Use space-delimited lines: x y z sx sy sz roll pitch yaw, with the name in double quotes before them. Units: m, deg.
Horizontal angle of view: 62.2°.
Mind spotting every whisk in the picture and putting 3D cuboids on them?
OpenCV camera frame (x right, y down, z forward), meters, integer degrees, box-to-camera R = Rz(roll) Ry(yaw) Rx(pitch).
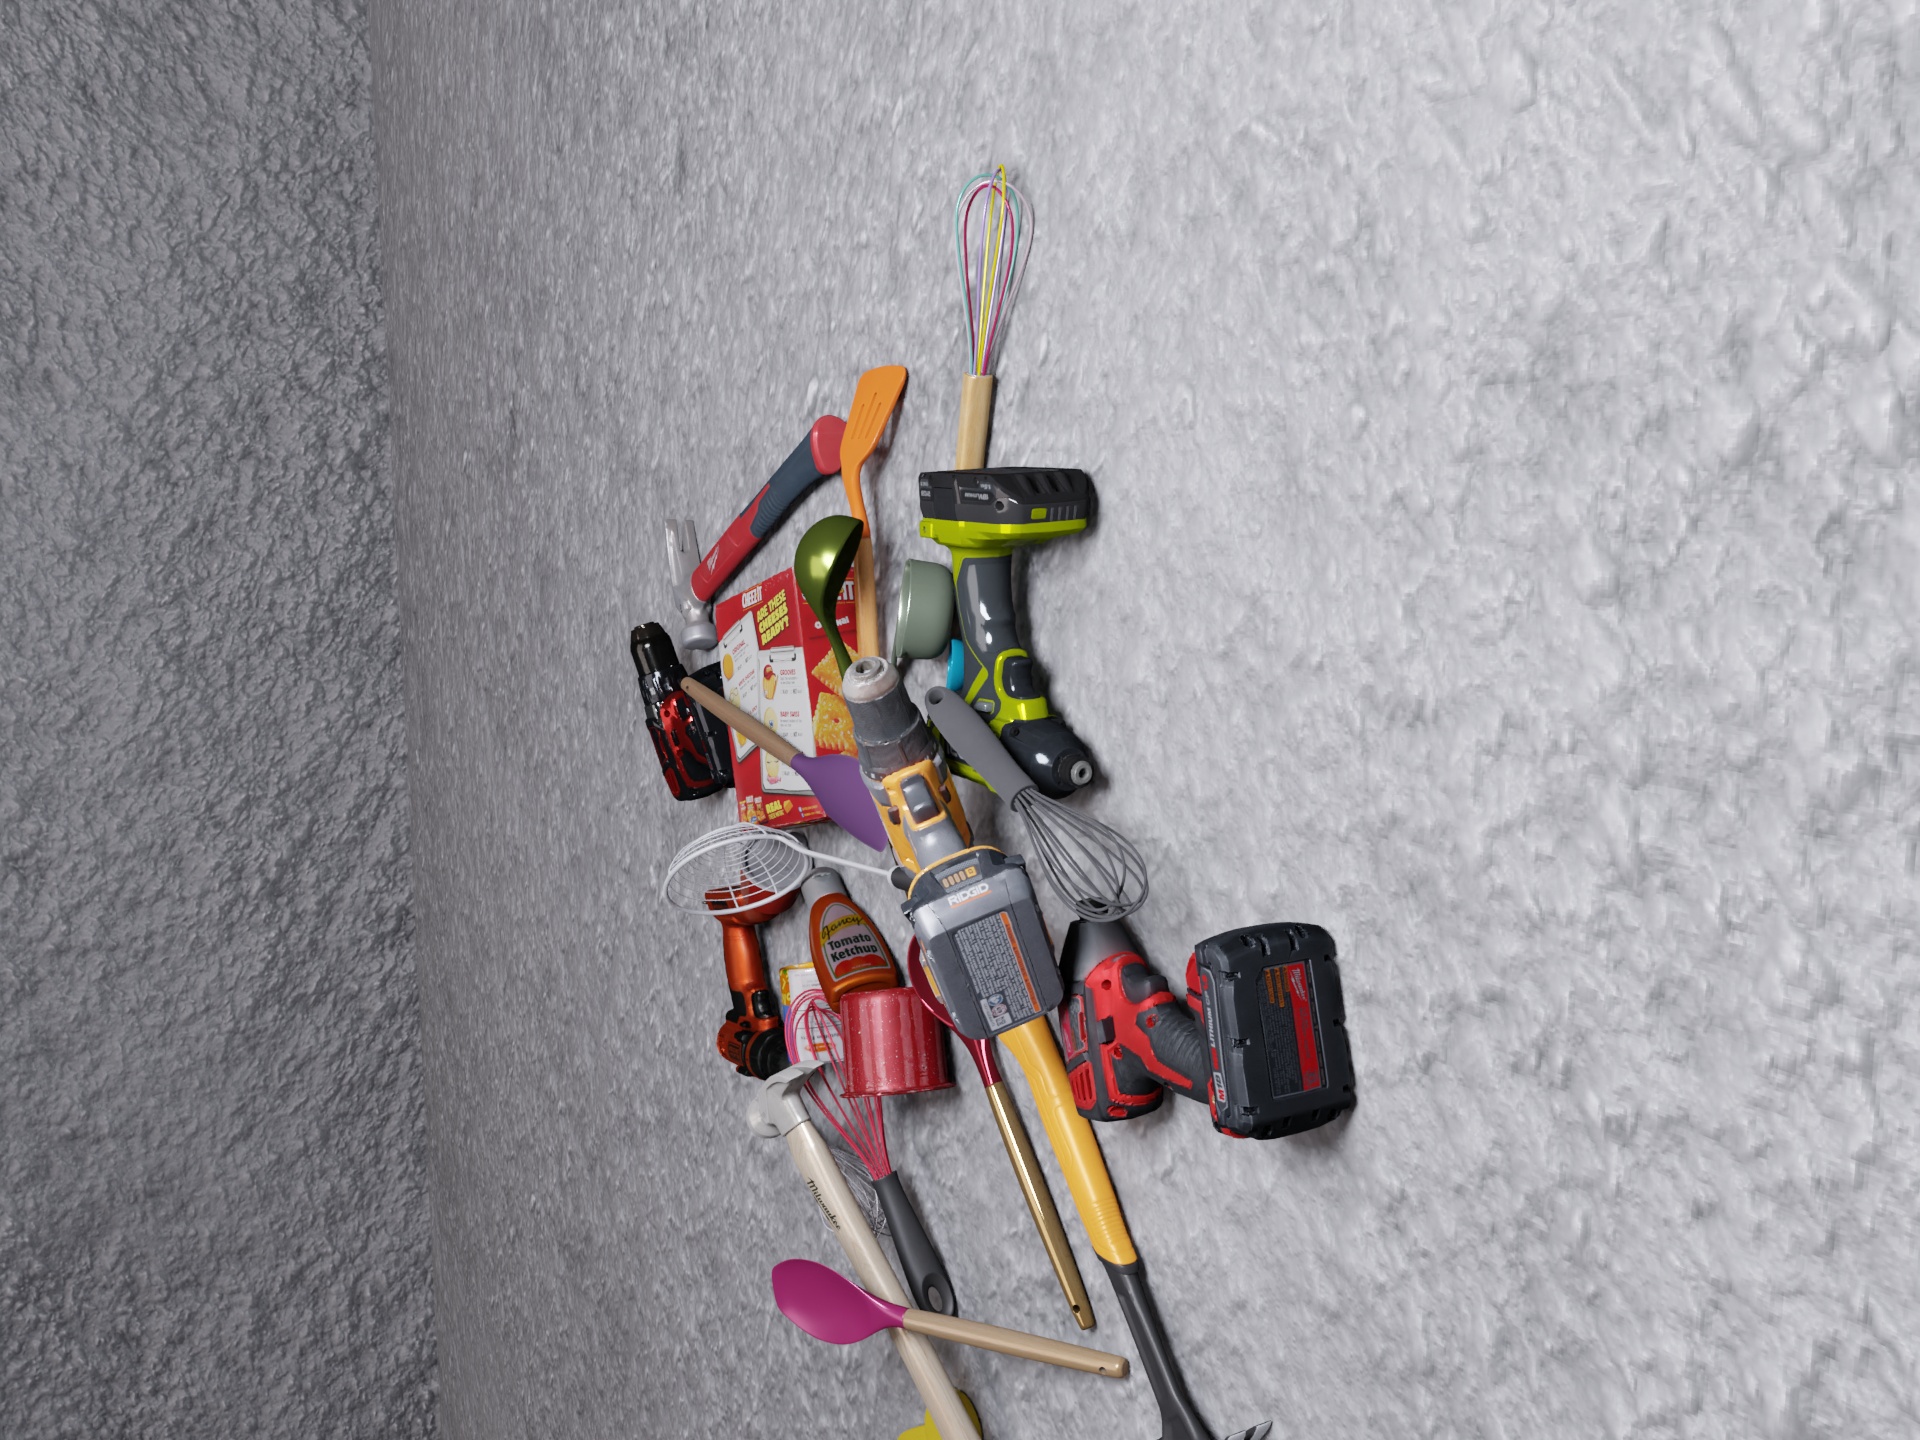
"whisk" 0.014 -0.267 1.131 0.047 0.051 0.244 33 125 47
"whisk" -0.130 0.399 1.458 0.285 0.070 0.070 28 118 60
"whisk" -0.071 0.362 1.327 0.073 0.073 0.296 -40 70 54
"whisk" 0.042 0.046 1.022 0.239 0.055 0.055 48 133 40

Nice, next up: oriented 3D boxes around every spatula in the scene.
"spatula" -0.071 -0.127 1.306 0.081 0.041 0.322 13 108 59
"spatula" -0.150 0.022 1.330 0.316 0.018 0.059 30 112 44

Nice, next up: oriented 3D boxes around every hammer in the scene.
"hammer" 0.099 0.338 1.079 0.127 0.034 0.337 -57 47 47
"hammer" -0.050 0.463 1.256 0.411 0.038 0.146 59 149 15
"hammer" -0.199 -0.199 1.503 0.386 0.038 0.143 -34 63 56

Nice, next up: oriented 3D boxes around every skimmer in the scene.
"skimmer" -0.099 0.145 1.286 0.363 0.127 0.090 8 81 43

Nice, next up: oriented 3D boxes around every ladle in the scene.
"ladle" -0.067 -0.006 1.273 0.078 0.062 0.320 -52 -53 -75
"ladle" 0.035 0.296 1.188 0.069 0.031 0.316 -35 64 26

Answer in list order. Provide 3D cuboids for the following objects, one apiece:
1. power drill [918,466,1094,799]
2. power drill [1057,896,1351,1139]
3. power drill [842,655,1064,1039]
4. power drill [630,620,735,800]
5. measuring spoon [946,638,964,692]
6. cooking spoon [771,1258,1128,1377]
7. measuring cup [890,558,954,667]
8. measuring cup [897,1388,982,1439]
"power drill" 0.035 -0.060 1.095 0.171 0.080 0.223 17 113 58
"power drill" 0.131 0.177 0.967 0.220 0.078 0.143 -16 81 62
"power drill" -0.016 0.075 1.053 0.226 0.084 0.185 -119 8 -52
"power drill" -0.258 -0.015 1.564 0.227 0.080 0.188 -8 101 62
"measuring spoon" -0.002 -0.004 1.223 0.042 0.021 0.128 -93 7 -57
"cooking spoon" -0.018 0.450 1.184 0.319 0.017 0.068 -2 100 35
"measuring cup" -0.032 -0.064 1.249 0.167 0.038 0.083 107 166 -63
"measuring cup" -0.029 0.604 1.338 0.156 0.029 0.062 -47 55 49
